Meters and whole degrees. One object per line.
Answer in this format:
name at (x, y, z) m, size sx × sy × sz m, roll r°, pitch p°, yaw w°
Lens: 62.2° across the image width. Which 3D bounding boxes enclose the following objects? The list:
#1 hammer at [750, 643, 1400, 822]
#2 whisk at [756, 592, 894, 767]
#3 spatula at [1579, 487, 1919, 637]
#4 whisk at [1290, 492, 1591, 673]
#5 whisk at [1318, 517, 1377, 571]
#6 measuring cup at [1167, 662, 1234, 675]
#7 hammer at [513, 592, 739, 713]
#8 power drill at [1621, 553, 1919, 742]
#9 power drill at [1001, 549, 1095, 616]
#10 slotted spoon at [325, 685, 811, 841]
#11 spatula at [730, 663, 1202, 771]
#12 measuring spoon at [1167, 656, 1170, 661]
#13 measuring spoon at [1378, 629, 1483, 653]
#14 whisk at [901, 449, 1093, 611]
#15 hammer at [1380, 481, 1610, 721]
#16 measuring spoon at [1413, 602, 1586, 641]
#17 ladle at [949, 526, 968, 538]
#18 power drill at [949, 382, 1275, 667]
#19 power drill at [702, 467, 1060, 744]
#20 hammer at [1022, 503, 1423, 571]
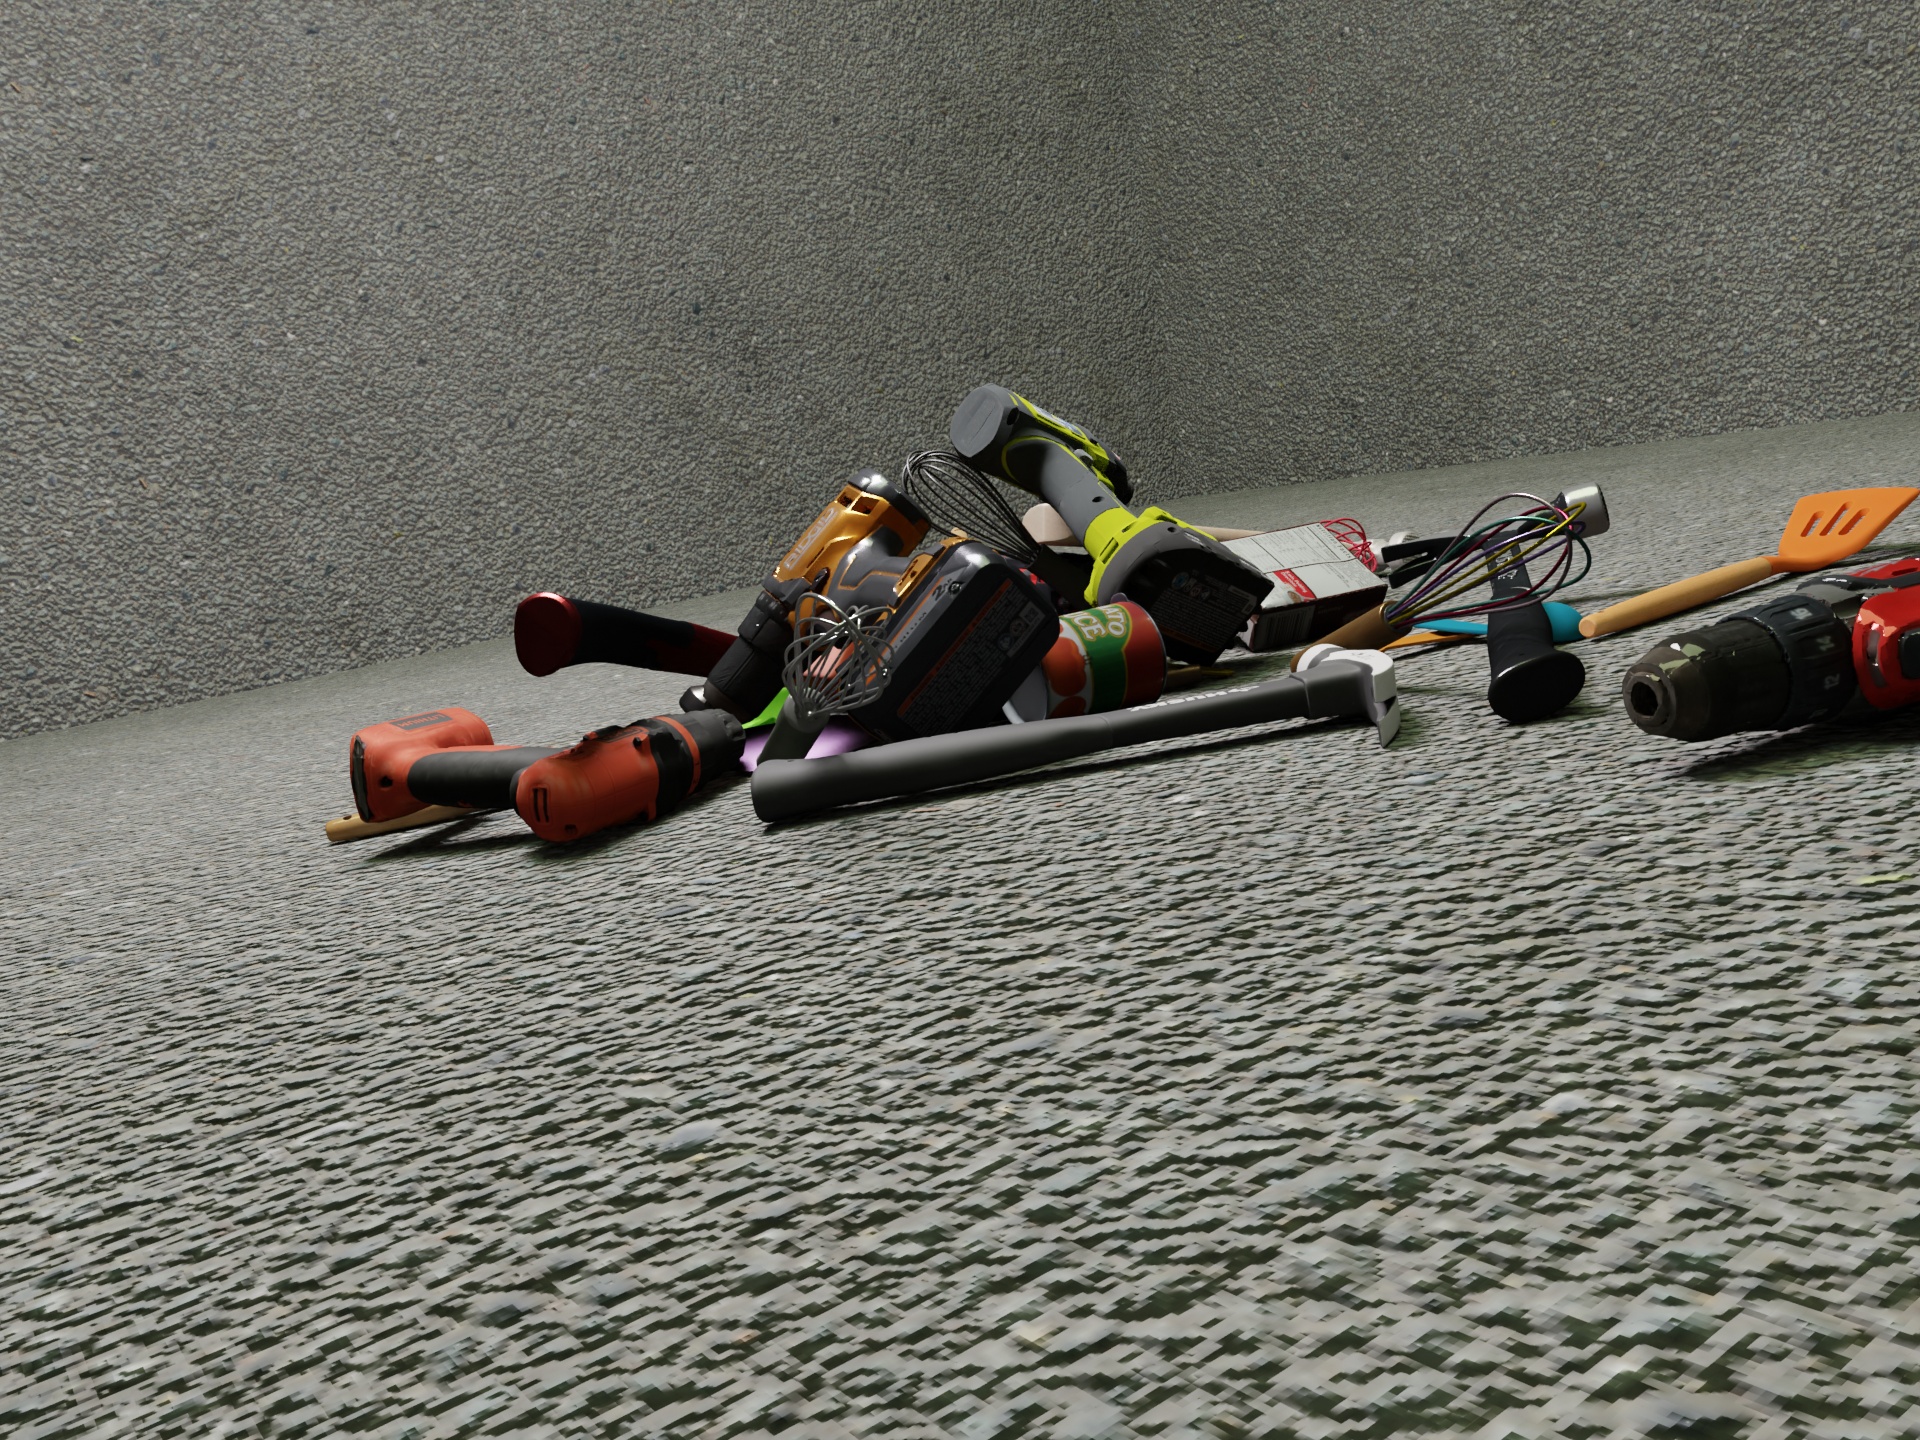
hammer at (0.060, 0.009, 0.812) m, size 0.334 × 0.035 × 0.146 m, roll -10°, pitch 8°, yaw -2°
whisk at (-0.078, -0.008, 0.819) m, size 0.058 × 0.059 × 0.246 m, roll -40°, pitch -3°, yaw -22°
spatula at (0.497, -0.102, 1.016) m, size 0.322 × 0.041 × 0.081 m, roll -17°, pitch 12°, yaw -32°
whisk at (0.247, -0.062, 0.845) m, size 0.051 × 0.047 × 0.245 m, roll 26°, pitch -22°, yaw -11°
whisk at (0.234, -0.100, 1.231) m, size 0.296 × 0.073 × 0.073 m, roll -23°, pitch 16°, yaw -41°
measuring cup at (0.100, -0.025, 1.042) m, size 0.156 × 0.029 × 0.062 m, roll 4°, pitch 10°, yaw 8°
hammer at (-0.173, -0.059, 0.993) m, size 0.143 × 0.038 × 0.386 m, roll -51°, pitch -7°, yaw 4°
power drill at (0.375, -0.024, 0.563) m, size 0.188 × 0.080 × 0.227 m, roll -12°, pitch 7°, yaw -17°
power drill at (0.007, -0.067, 1.196) m, size 0.143 × 0.078 × 0.219 m, roll 9°, pitch 23°, yaw 45°
slotted spoon at (-0.242, 0.032, 1.015) m, size 0.313 × 0.031 × 0.070 m, roll -14°, pitch 27°, yaw -14°
spatula at (-0.002, -0.003, 1.000) m, size 0.316 × 0.018 × 0.060 m, roll -10°, pitch 30°, yaw -5°
measuring spoon at (0.088, -0.039, 1.129) m, size 0.124 × 0.018 × 0.034 m, roll -10°, pitch 9°, yaw -6°
measuring spoon at (0.295, -0.048, 1.003) m, size 0.117 × 0.011 × 0.021 m, roll -10°, pitch 15°, yaw -25°
whisk at (0.055, -0.117, 1.148) m, size 0.055 × 0.238 × 0.055 m, roll -50°, pitch 16°, yaw 20°
hammer at (0.318, -0.073, 0.931) m, size 0.149 × 0.036 × 0.409 m, roll -15°, pitch 13°, yaw 20°
measuring spoon at (0.328, -0.066, 0.991) m, size 0.042 × 0.021 × 0.129 m, roll -15°, pitch 17°, yaw -40°
ladle at (0.002, -0.083, 1.107) m, size 0.078 × 0.062 × 0.320 m, roll -10°, pitch 19°, yaw 3°
power drill at (0.108, -0.138, 1.101) m, size 0.171 × 0.080 × 0.223 m, roll 16°, pitch 28°, yaw -45°
power drill at (-0.061, -0.048, 0.943) m, size 0.185 × 0.084 × 0.226 m, roll -50°, pitch 34°, yaw -2°
hammer at (0.210, -0.149, 1.348) m, size 0.410 × 0.038 × 0.146 m, roll 0°, pitch 0°, yaw -39°
